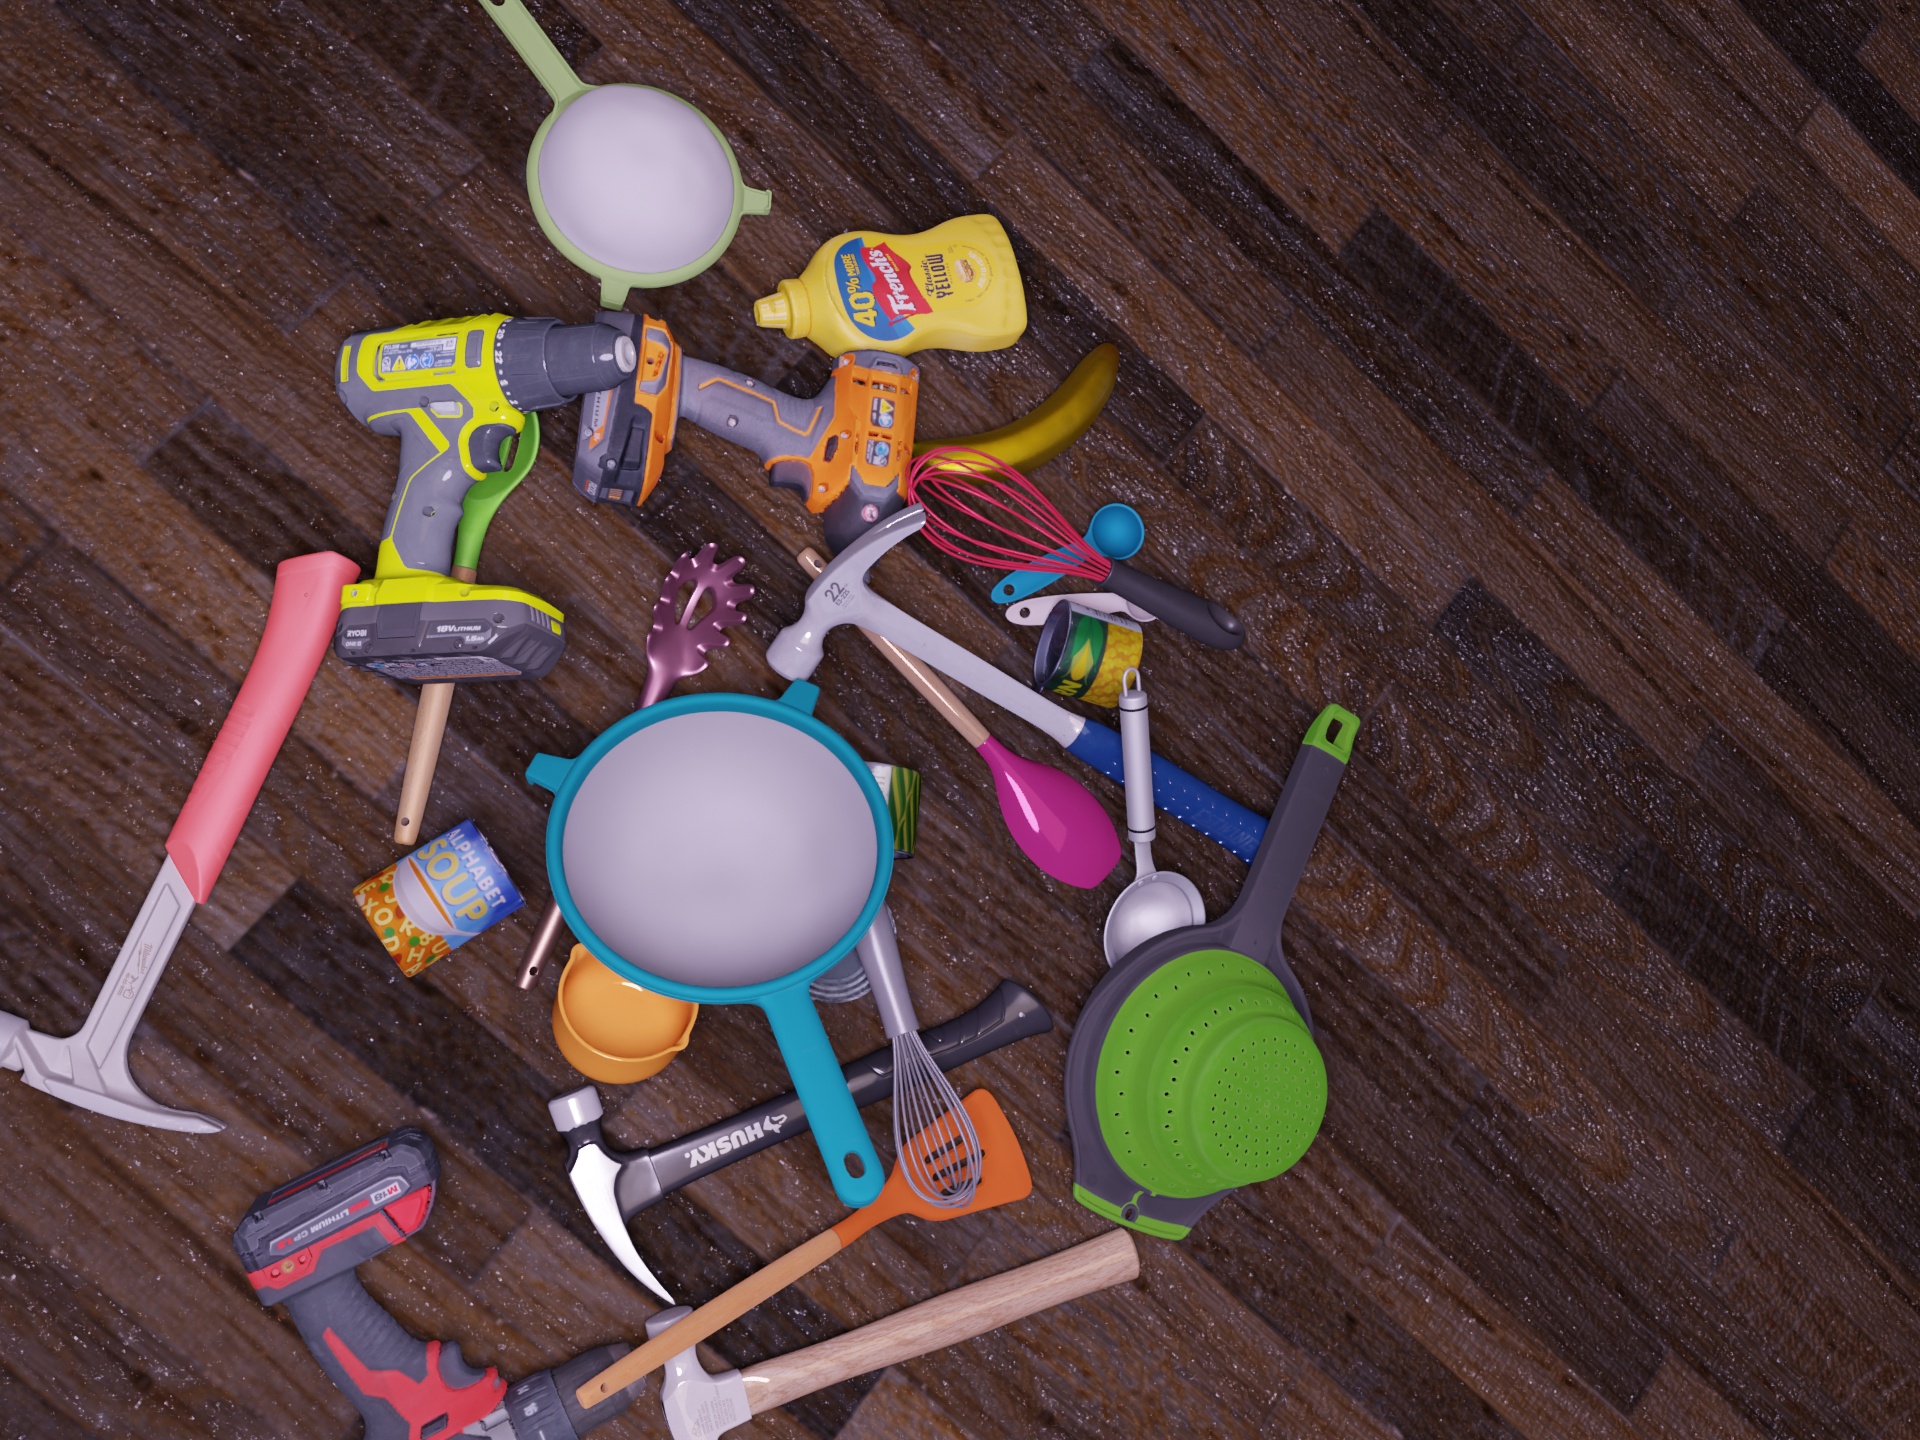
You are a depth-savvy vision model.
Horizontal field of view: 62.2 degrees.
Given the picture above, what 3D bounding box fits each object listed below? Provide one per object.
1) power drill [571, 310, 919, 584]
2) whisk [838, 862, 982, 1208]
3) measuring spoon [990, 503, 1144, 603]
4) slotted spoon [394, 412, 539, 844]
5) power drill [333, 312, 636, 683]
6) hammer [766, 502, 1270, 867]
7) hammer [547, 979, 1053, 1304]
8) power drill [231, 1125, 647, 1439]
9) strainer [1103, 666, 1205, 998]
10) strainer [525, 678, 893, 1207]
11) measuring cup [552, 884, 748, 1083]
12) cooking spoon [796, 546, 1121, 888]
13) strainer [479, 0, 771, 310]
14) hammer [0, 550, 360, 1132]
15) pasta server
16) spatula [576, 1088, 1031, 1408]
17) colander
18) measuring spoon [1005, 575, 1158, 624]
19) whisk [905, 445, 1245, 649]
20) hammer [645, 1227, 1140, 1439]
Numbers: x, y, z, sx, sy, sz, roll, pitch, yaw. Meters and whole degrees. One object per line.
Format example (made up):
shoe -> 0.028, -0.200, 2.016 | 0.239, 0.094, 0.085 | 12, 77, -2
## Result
power drill -> -0.143, -0.182, 1.079 | 0.226, 0.084, 0.164 | 7, 80, -16
whisk -> -0.039, 0.203, 1.041 | 0.055, 0.055, 0.239 | -15, 82, -18
measuring spoon -> 0.077, -0.119, 1.177 | 0.128, 0.021, 0.042 | -29, 93, -10
slotted spoon -> -0.331, -0.074, 1.038 | 0.070, 0.031, 0.314 | 9, 81, 2
power drill -> -0.298, -0.144, 0.988 | 0.190, 0.080, 0.229 | -2, 78, 14
hammer -> 0.074, -0.001, 1.104 | 0.405, 0.035, 0.144 | 30, 111, -20
hammer -> -0.090, 0.258, 1.058 | 0.334, 0.035, 0.146 | -20, 87, -19
power drill -> -0.311, 0.362, 0.955 | 0.188, 0.080, 0.226 | -24, 92, -19
strainer -> 0.127, 0.084, 1.109 | 0.087, 0.050, 0.258 | -16, 113, -25
strainer -> -0.126, 0.146, 0.982 | 0.211, 0.095, 0.341 | -17, 65, -20
measuring cup -> -0.192, 0.165, 1.037 | 0.095, 0.052, 0.174 | 40, 46, 8
cooking spoon -> -0.002, -0.004, 1.131 | 0.319, 0.017, 0.069 | 46, 70, -6
strainer -> -0.252, -0.423, 1.090 | 0.151, 0.069, 0.256 | -39, 96, -18
hammer -> -0.450, 0.064, 0.976 | 0.149, 0.037, 0.359 | 24, 76, -12
pasta server -> -0.221, 0.029, 1.050 | 0.060, 0.040, 0.316 | 27, 76, -23
spatula -> -0.096, 0.345, 1.020 | 0.322, 0.041, 0.081 | -24, 89, -32
colander -> 0.213, 0.174, 1.095 | 0.204, 0.094, 0.397 | 28, 81, -26
measuring spoon -> 0.092, -0.086, 1.176 | 0.124, 0.018, 0.034 | -7, 103, -11
whisk -> 0.086, -0.113, 1.128 | 0.295, 0.073, 0.073 | 23, 76, -24
hammer -> -0.032, 0.408, 1.054 | 0.331, 0.031, 0.130 | -13, 86, -18
